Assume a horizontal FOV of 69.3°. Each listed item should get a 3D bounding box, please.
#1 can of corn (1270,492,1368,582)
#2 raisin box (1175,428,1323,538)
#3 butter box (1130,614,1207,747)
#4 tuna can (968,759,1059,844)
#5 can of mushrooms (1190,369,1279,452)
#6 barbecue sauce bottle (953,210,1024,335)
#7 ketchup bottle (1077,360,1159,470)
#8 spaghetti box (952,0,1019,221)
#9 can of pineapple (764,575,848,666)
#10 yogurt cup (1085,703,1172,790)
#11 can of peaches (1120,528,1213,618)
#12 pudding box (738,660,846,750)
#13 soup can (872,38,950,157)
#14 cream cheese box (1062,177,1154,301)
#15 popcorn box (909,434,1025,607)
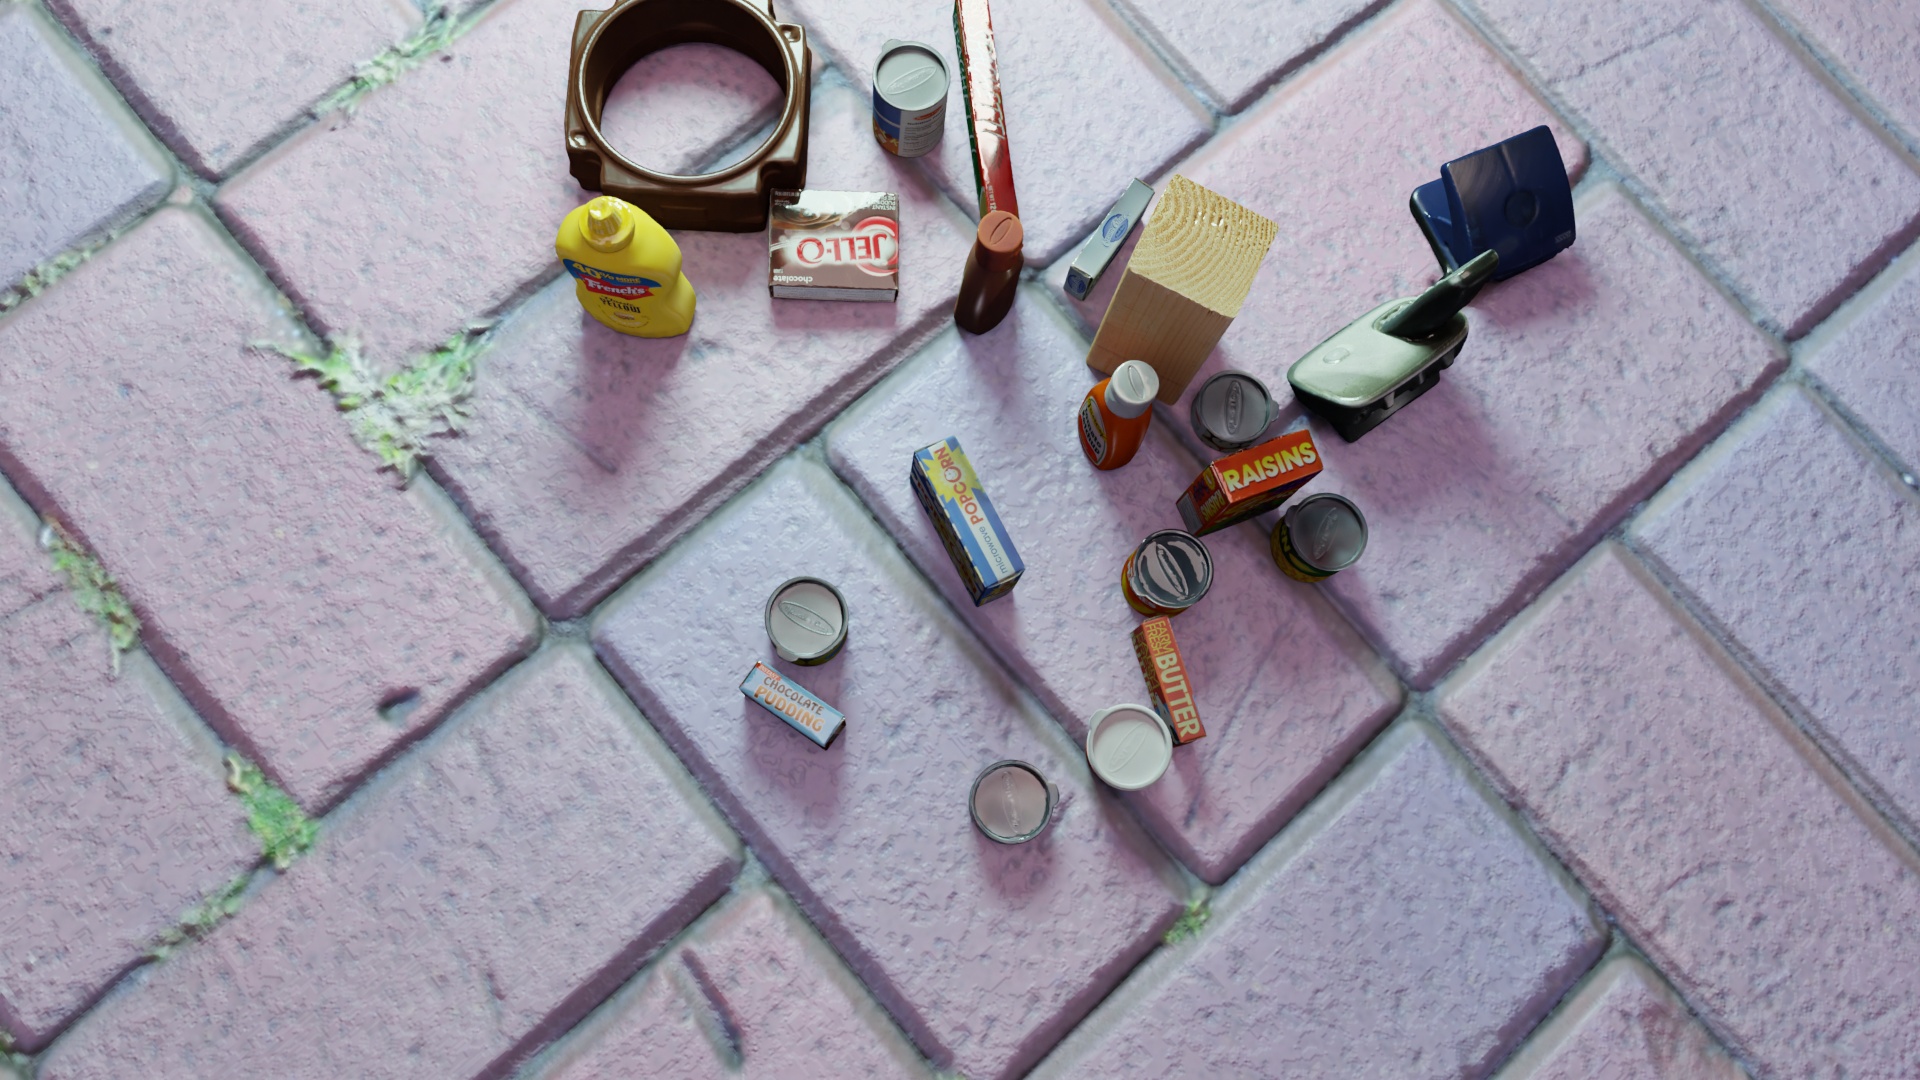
[{"bbox_3d":[0.297,-0.002,1.164,0.071,0.058,0.071,1,77,-4],"label":"can of corn"},{"bbox_3d":[0.234,-0.045,1.135,0.086,0.123,0.040,-19,80,-8],"label":"raisin box"},{"bbox_3d":[0.168,0.115,1.129,0.024,0.053,0.103,-15,79,-8],"label":"butter box"},{"bbox_3d":[0.042,0.208,1.107,0.071,0.032,0.071,1,77,-4],"label":"tuna can"},{"bbox_3d":[0.236,-0.111,1.197,0.071,0.033,0.071,1,77,-4],"label":"can of mushrooms"},{"bbox_3d":[0.027,-0.223,1.148,0.044,0.148,0.065,35,77,4],"label":"barbecue sauce bottle"},{"bbox_3d":[0.129,-0.105,1.128,0.043,0.148,0.065,-17,79,-8],"label":"ketchup bottle"},{"bbox_3d":[0.022,-0.374,1.233,0.029,0.050,0.250,-6,77,-6],"label":"spaghetti box"},{"bbox_3d":[-0.124,0.067,1.114,0.071,0.057,0.071,1,77,-4],"label":"can of pineapple"},{"bbox_3d":[0.131,0.167,1.113,0.072,0.054,0.072,1,77,-4],"label":"yogurt cup"},{"bbox_3d":[0.167,0.029,1.146,0.071,0.058,0.071,1,77,-4],"label":"can of peaches"},{"bbox_3d":[-0.132,0.131,1.103,0.084,0.049,0.030,34,77,4],"label":"pudding box"},{"bbox_3d":[-0.045,-0.386,1.214,0.071,0.083,0.071,1,77,-4],"label":"soup can"},{"bbox_3d":[0.129,-0.262,1.214,0.024,0.053,0.104,34,77,4],"label":"cream cheese box"},{"bbox_3d":[0.004,-0.014,1.130,0.038,0.085,0.127,-26,80,-9],"label":"popcorn box"}]
